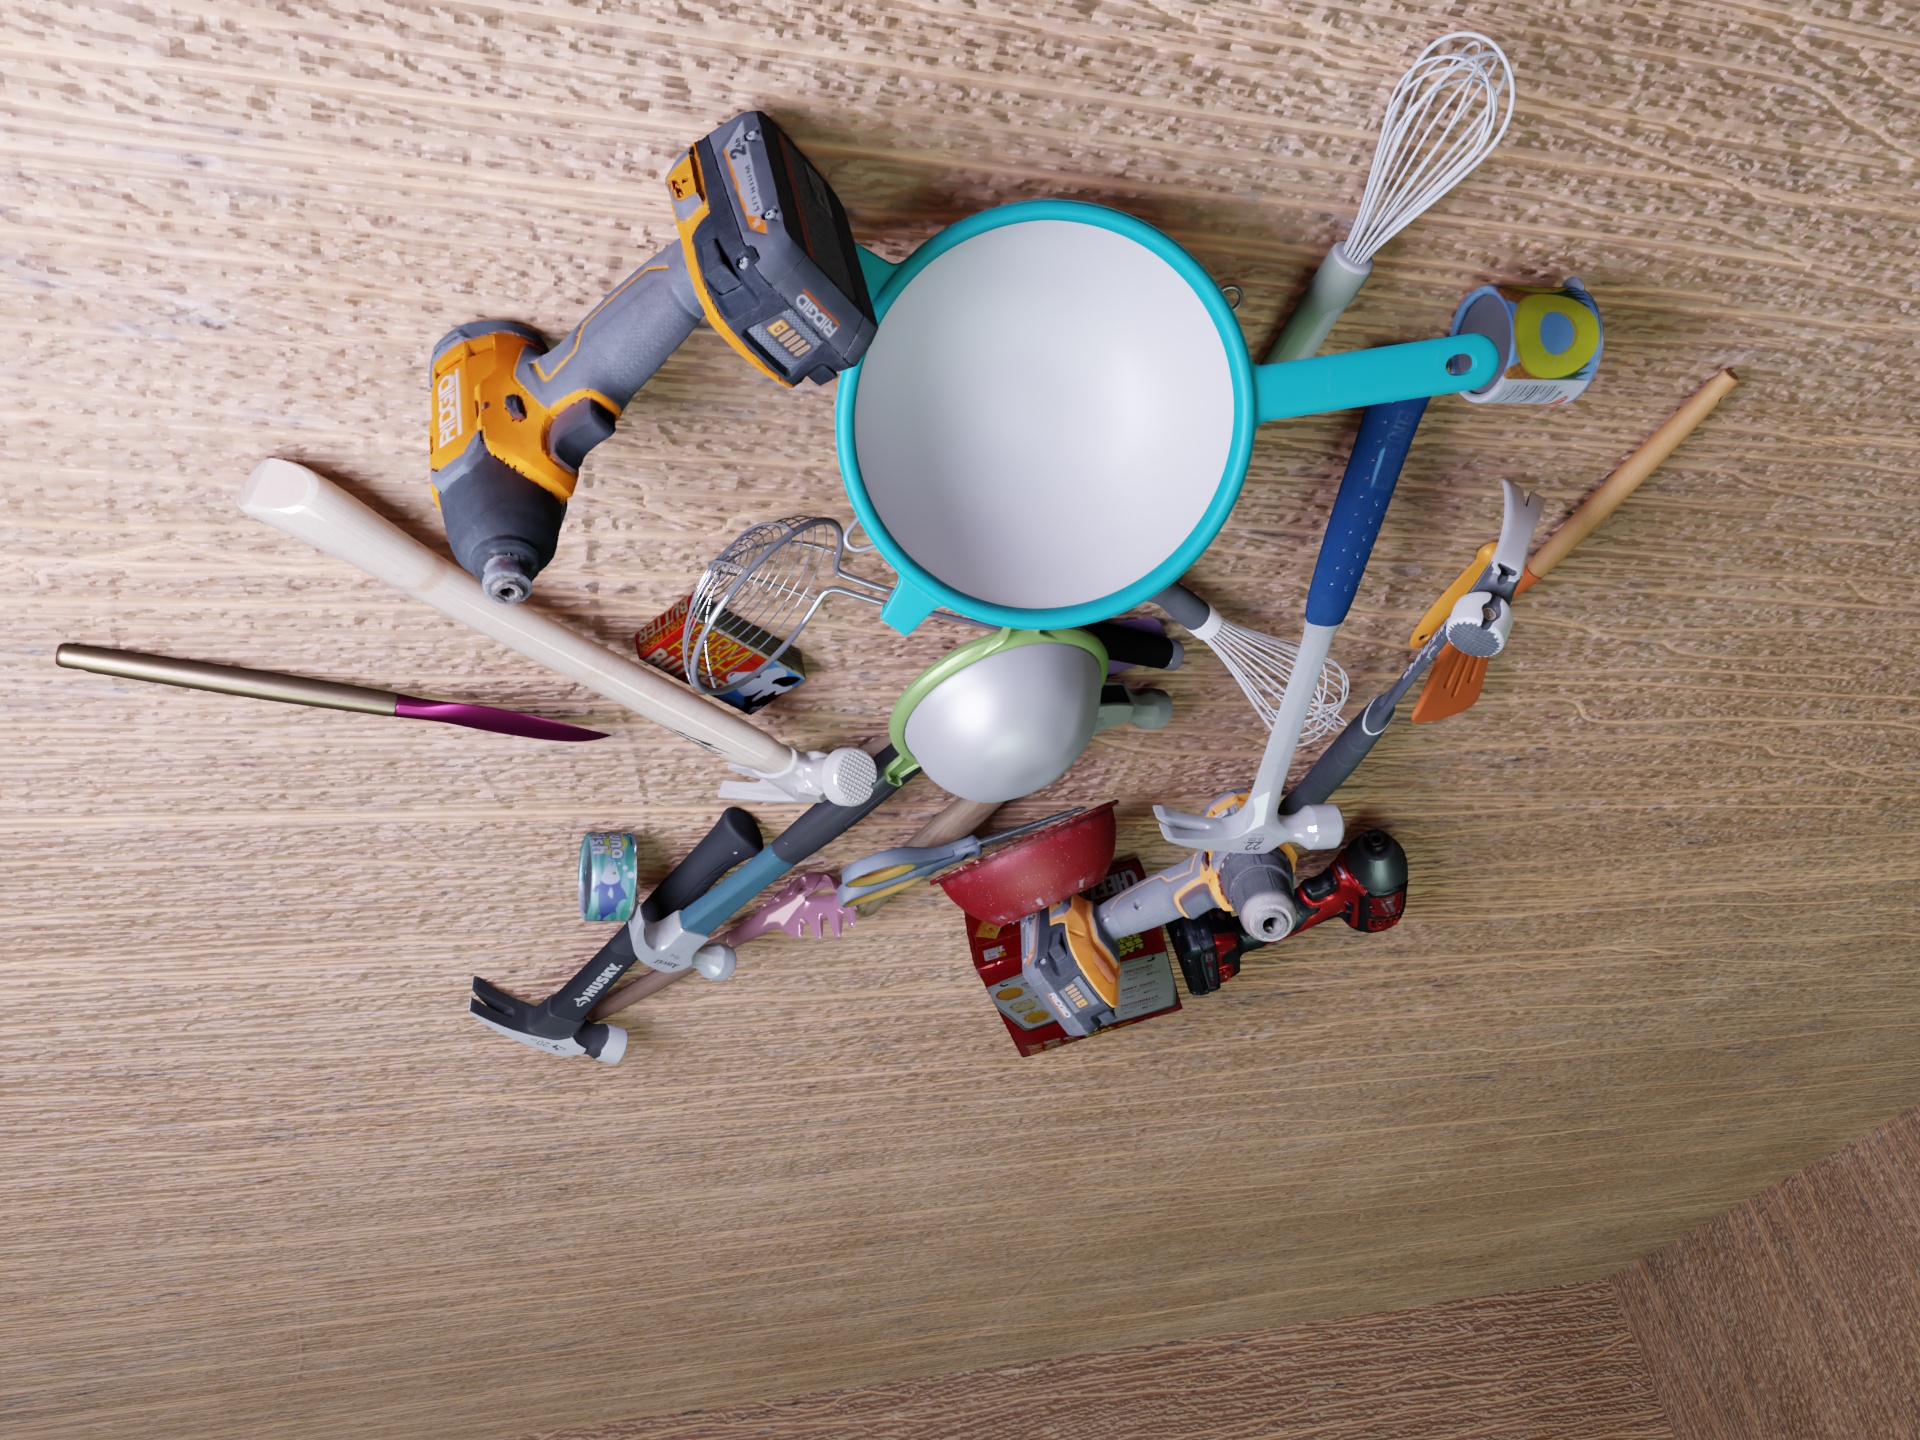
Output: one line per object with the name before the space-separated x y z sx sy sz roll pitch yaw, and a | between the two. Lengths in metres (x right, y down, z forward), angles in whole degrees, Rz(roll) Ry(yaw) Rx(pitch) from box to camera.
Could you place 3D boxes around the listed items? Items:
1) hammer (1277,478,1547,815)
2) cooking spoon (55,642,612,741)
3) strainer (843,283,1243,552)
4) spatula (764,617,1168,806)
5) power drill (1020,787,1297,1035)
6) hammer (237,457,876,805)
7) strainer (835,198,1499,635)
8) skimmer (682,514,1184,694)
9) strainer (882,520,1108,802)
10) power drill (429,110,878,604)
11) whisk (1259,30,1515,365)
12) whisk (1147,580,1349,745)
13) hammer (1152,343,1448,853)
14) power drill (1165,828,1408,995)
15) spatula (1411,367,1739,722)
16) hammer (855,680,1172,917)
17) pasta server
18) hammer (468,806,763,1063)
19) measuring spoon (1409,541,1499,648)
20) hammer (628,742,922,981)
hammer | 0.314 -0.018 1.164 0.036 0.149 0.408 27 151 5
cooking spoon | -0.372 -0.013 0.972 0.318 0.017 0.069 10 175 -25
strainer | 0.046 -0.168 0.894 0.258 0.050 0.087 -30 99 14
spatula | -0.002 -0.004 1.135 0.316 0.018 0.059 -23 143 12
power drill | 0.160 0.155 1.238 0.226 0.185 0.084 -33 107 13
hammer | -0.239 -0.039 0.959 0.146 0.038 0.410 -2 155 45
strainer | 0.101 -0.170 0.831 0.340 0.095 0.211 -9 109 -6
skimmer | 0.000 -0.050 0.995 0.363 0.090 0.127 9 128 -29
strainer | 0.042 -0.019 0.972 0.151 0.069 0.256 -13 152 -16
power drill | -0.152 -0.157 0.731 0.226 0.164 0.084 -30 141 19
whisk | 0.211 -0.248 0.834 0.058 0.059 0.246 -27 160 -32
whisk | 0.185 -0.054 1.098 0.070 0.070 0.284 -34 136 27
hammer | 0.232 -0.058 1.047 0.144 0.035 0.405 -2 132 -13
power drill | 0.297 0.164 1.436 0.219 0.079 0.143 -18 146 1
spatula | 0.422 -0.114 1.106 0.081 0.041 0.322 -11 149 -38
hammer | 0.009 0.066 1.217 0.130 0.031 0.331 4 145 -42
pasta server | -0.213 0.200 1.337 0.316 0.040 0.060 -30 122 24
hammer | -0.264 0.171 1.269 0.146 0.035 0.334 24 129 -30
measuring spoon | 0.358 -0.087 1.148 0.021 0.011 0.116 1 143 -21
hammer | -0.118 0.089 1.161 0.331 0.033 0.128 -38 142 23
